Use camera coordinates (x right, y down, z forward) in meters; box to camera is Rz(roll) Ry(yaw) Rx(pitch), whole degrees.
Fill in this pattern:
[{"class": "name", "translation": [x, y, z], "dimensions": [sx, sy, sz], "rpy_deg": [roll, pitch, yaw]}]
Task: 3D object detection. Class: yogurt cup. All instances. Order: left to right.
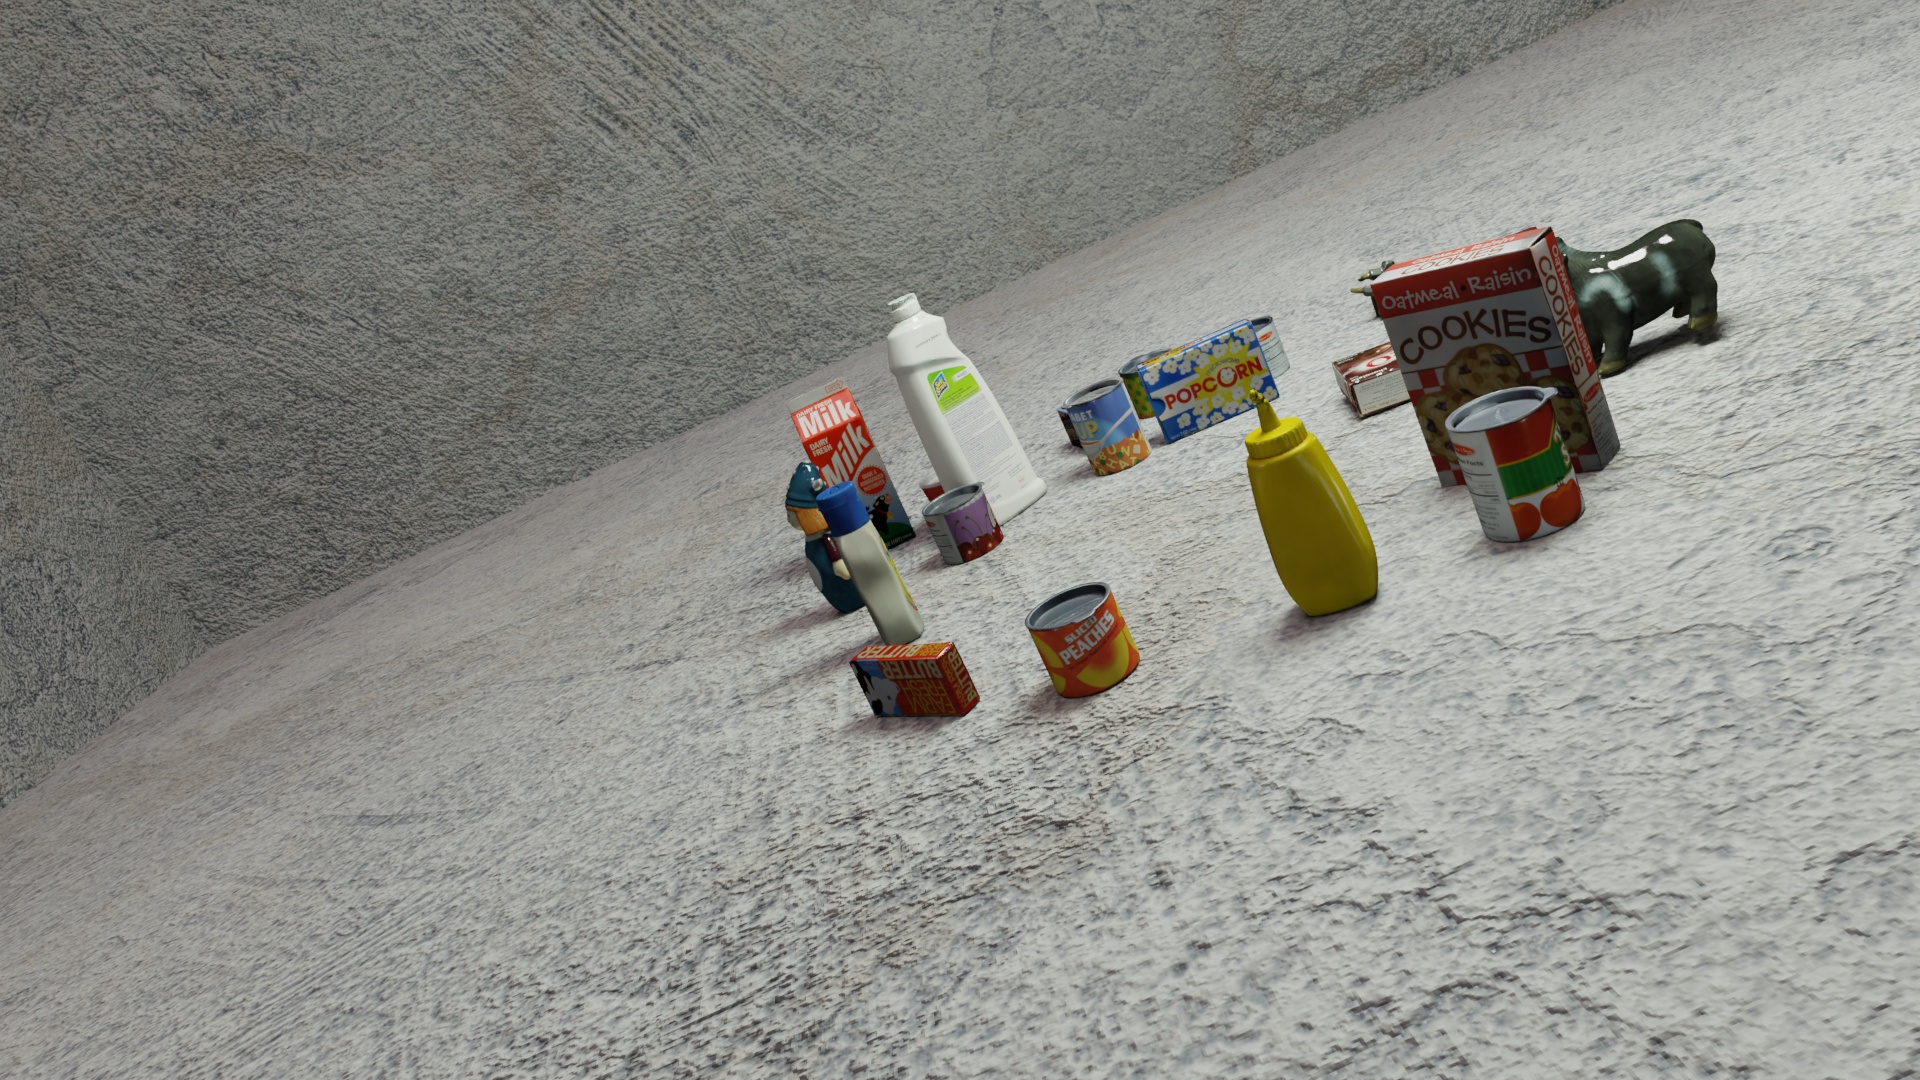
[{"class": "yogurt cup", "translation": [-0.005, -0.053, 1.520], "dimensions": [0.072, 0.054, 0.072], "rpy_deg": [-23, 16, 7]}]

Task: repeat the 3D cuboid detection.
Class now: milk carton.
[{"class": "milk carton", "translation": [-0.121, -0.081, 1.534], "dimensions": [0.072, 0.190, 0.073], "rpy_deg": [-25, 15, -1]}]

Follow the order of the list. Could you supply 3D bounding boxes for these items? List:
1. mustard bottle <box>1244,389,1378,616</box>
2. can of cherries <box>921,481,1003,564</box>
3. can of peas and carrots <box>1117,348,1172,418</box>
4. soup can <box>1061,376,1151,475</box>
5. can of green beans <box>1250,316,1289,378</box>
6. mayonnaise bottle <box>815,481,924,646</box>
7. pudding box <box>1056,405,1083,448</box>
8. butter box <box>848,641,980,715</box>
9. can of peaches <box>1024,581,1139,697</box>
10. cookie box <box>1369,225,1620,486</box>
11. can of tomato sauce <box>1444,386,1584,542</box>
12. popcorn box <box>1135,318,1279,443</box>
[{"class": "mustard bottle", "translation": [0.224, -0.030, 0.915], "dimensions": [0.065, 0.160, 0.049], "rpy_deg": [-19, 16, 19]}, {"class": "can of cherries", "translation": [0.005, -0.017, 1.385], "dimensions": [0.071, 0.058, 0.072], "rpy_deg": [-23, 16, 7]}, {"class": "can of peas and carrots", "translation": [0.220, -0.179, 1.586], "dimensions": [0.071, 0.058, 0.071], "rpy_deg": [-23, 16, 7]}, {"class": "soup can", "translation": [0.151, -0.117, 1.443], "dimensions": [0.071, 0.083, 0.071], "rpy_deg": [-23, 16, 7]}, {"class": "can of green beans", "translation": [0.321, -0.206, 1.524], "dimensions": [0.071, 0.057, 0.071], "rpy_deg": [-23, 16, 7]}, {"class": "mayonnaise bottle", "translation": [-0.080, 0.020, 1.226], "dimensions": [0.041, 0.147, 0.065], "rpy_deg": [-25, 15, -1]}, {"class": "pudding box", "translation": [0.142, -0.130, 1.559], "dimensions": [0.030, 0.049, 0.084], "rpy_deg": [-28, 16, -9]}, {"class": "butter box", "translation": [-0.035, 0.106, 1.058], "dimensions": [0.103, 0.053, 0.024], "rpy_deg": [-8, 23, 46]}, {"class": "can of peaches", "translation": [0.087, 0.071, 0.982], "dimensions": [0.071, 0.058, 0.071], "rpy_deg": [-23, 16, 7]}, {"class": "cookie box", "translation": [0.377, -0.126, 0.982], "dimensions": [0.040, 0.167, 0.123], "rpy_deg": [-37, 19, -36]}, {"class": "can of tomato sauce", "translation": [0.366, -0.051, 0.912], "dimensions": [0.071, 0.083, 0.071], "rpy_deg": [-23, 16, 7]}, {"class": "popcorn box", "translation": [0.256, -0.165, 1.440], "dimensions": [0.126, 0.085, 0.038], "rpy_deg": [-23, 16, 7]}]
